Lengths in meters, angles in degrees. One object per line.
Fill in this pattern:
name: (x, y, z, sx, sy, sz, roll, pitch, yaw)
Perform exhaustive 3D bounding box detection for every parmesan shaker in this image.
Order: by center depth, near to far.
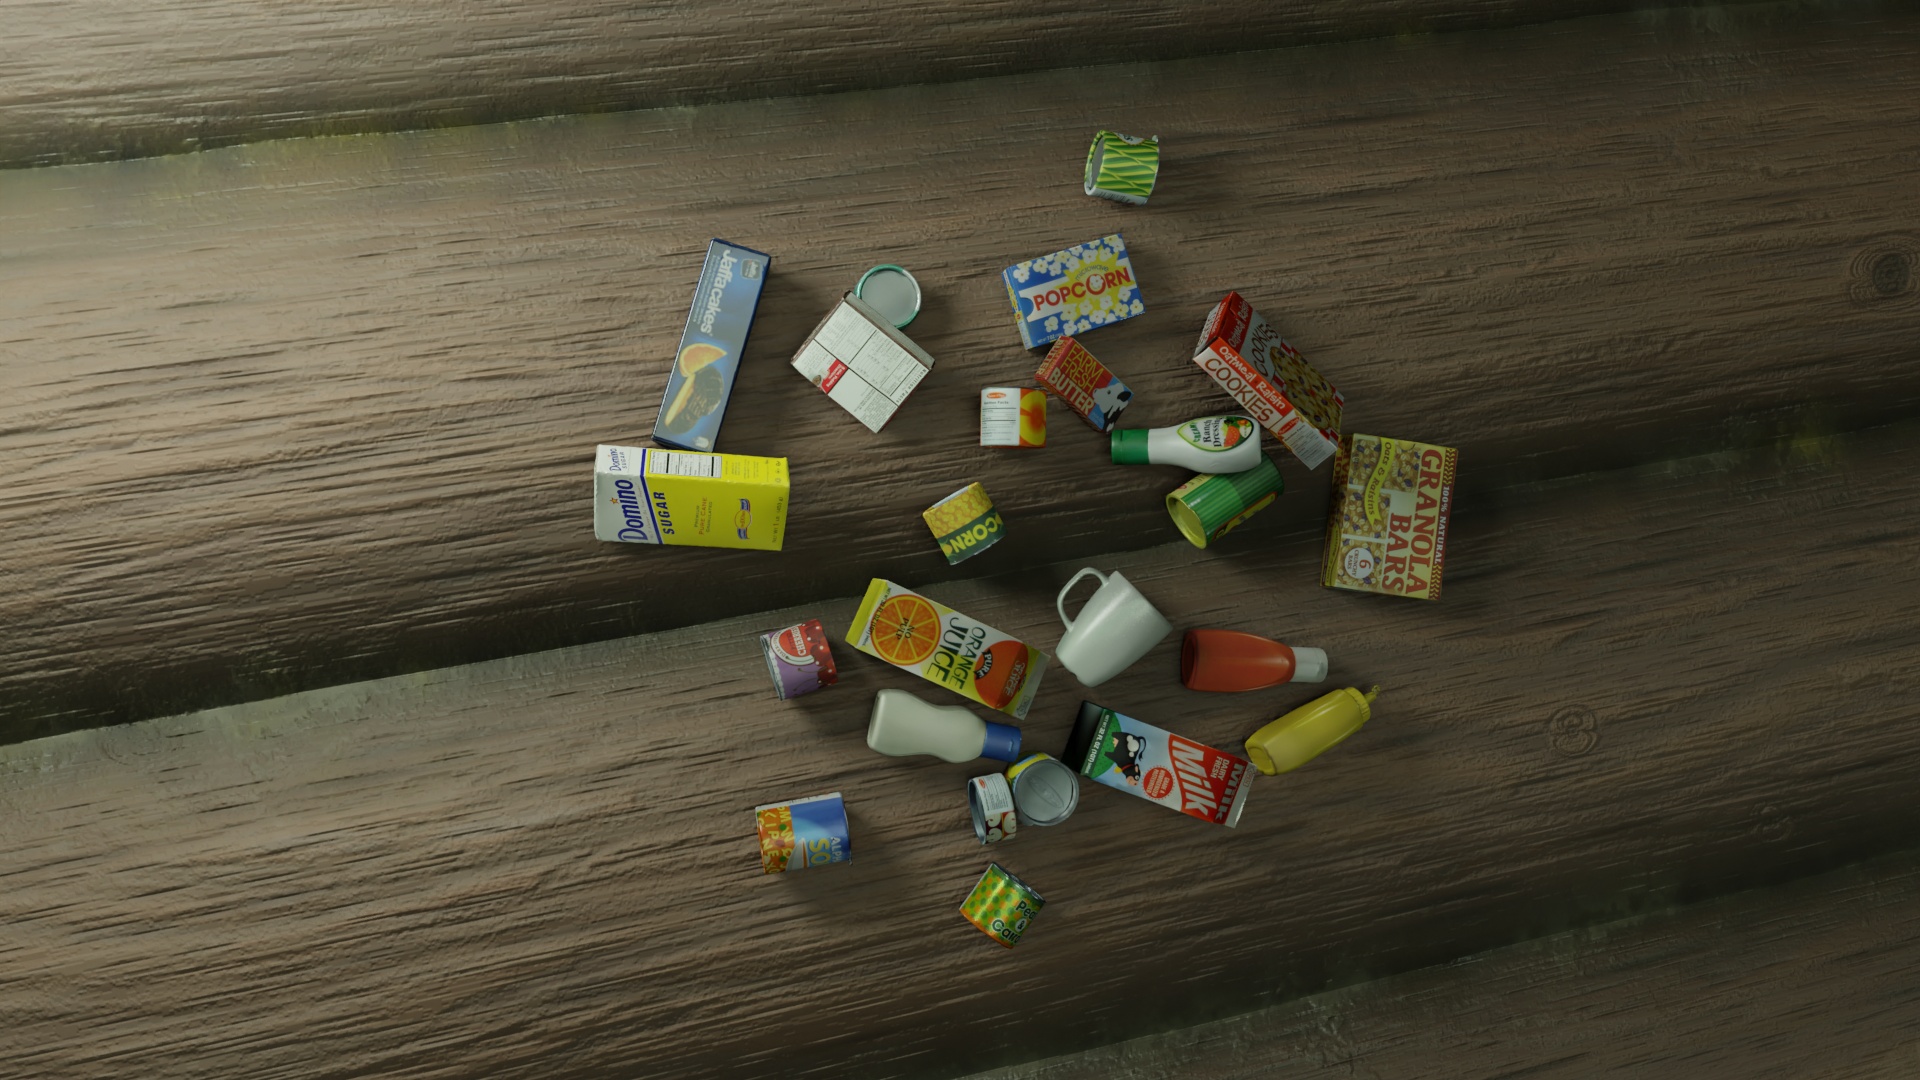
parmesan shaker: (0.272, -0.046, 1.422, 0.103, 0.071, 0.071, -33, 97, -10)

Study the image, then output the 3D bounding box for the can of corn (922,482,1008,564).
can of corn: (0.005, -0.017, 1.366, 0.071, 0.071, 0.058, -30, 96, -10)

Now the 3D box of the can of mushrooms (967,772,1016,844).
can of mushrooms: (0.031, 0.267, 1.376, 0.033, 0.071, 0.071, -10, 92, -12)

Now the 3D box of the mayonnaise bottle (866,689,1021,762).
mayonnaise bottle: (-0.015, 0.190, 1.378, 0.148, 0.041, 0.064, 13, 89, -13)

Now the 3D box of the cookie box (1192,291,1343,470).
cookie box: (0.315, -0.165, 1.408, 0.167, 0.123, 0.040, 42, 124, -9)

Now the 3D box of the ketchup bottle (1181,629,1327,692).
ketchup bottle: (0.306, 0.127, 1.443, 0.149, 0.043, 0.064, 4, 90, -12)

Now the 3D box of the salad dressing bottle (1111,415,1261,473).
salad dressing bottle: (0.227, -0.096, 1.401, 0.147, 0.043, 0.064, -1, 48, 13)

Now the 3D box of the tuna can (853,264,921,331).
tuna can: (-0.075, -0.237, 1.368, 0.071, 0.033, 0.071, 0, 90, -12)

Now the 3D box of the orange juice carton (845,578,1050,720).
orange juice carton: (-0.009, 0.108, 1.362, 0.193, 0.073, 0.072, 25, 85, -11)

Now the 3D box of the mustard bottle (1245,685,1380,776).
mustard bottle: (0.377, 0.192, 1.449, 0.161, 0.065, 0.049, -25, 91, -14)

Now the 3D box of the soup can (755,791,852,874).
soup can: (-0.151, 0.284, 1.335, 0.084, 0.071, 0.071, -8, 92, -11)

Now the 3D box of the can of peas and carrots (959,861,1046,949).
can of peas and carrots: (0.043, 0.363, 1.375, 0.071, 0.071, 0.059, 38, 84, -10)

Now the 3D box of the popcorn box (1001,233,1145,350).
popcorn box: (0.114, -0.251, 1.406, 0.127, 0.038, 0.085, -19, 95, -11)

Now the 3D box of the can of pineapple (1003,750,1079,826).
can of pineapple: (0.077, 0.248, 1.388, 0.071, 0.058, 0.071, 0, 90, -12)

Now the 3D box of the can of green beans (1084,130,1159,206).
can of green beans: (0.162, -0.376, 1.401, 0.058, 0.071, 0.071, 9, 89, -11)

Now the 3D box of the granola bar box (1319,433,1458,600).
granola bar box: (0.456, -0.024, 1.477, 0.124, 0.039, 0.165, 7, 89, -12)

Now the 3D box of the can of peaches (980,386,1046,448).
can of peaches: (0.054, -0.121, 1.380, 0.071, 0.071, 0.058, 1, 90, -12)

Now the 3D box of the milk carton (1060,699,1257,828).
milk carton: (0.207, 0.229, 1.407, 0.190, 0.073, 0.072, 22, 86, -11)

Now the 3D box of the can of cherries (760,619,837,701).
can of cherries: (-0.155, 0.113, 1.333, 0.058, 0.071, 0.071, -17, 94, -11)

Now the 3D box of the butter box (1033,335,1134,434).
butter box: (0.124, -0.156, 1.396, 0.103, 0.024, 0.053, 36, 83, -34)
